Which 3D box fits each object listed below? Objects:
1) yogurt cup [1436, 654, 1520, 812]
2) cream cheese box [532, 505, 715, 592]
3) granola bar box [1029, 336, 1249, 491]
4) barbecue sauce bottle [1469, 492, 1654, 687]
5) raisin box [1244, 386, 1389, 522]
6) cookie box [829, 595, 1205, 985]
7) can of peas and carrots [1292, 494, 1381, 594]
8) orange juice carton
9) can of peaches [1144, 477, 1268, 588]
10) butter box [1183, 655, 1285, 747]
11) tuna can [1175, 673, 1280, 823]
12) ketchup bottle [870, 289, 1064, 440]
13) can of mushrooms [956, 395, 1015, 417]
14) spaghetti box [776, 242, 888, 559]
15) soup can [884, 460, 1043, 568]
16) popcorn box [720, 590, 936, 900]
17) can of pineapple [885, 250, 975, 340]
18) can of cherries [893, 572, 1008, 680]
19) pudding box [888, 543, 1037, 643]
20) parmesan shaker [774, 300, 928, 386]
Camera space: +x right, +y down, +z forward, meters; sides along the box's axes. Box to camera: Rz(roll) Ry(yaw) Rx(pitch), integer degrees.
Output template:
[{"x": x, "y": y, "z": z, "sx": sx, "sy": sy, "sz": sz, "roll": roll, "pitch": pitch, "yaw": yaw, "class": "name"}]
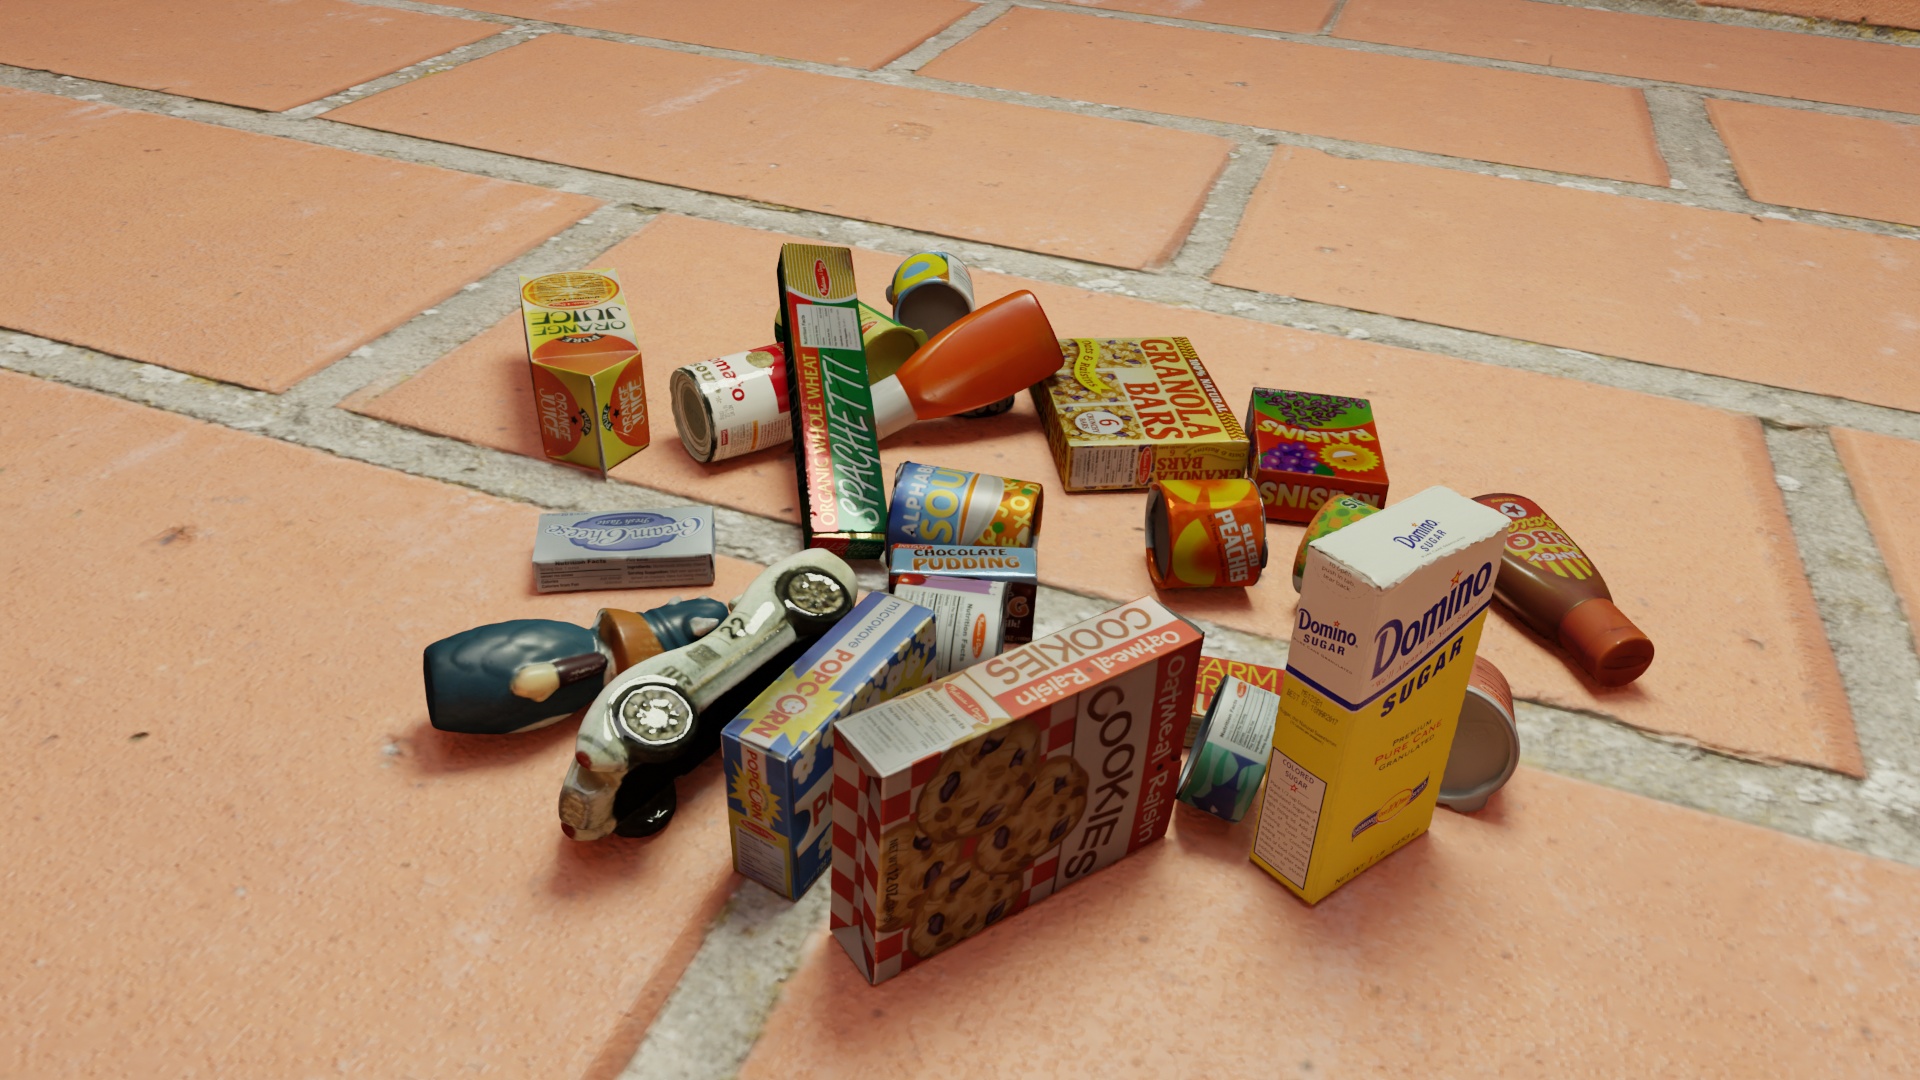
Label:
[{"x": 0.248, "y": 0.091, "z": 0.702, "sx": 0.072, "sy": 0.072, "sz": 0.054, "roll": 16, "pitch": 27, "yaw": 19, "class": "yogurt cup"}, {"x": -0.198, "y": 0.005, "z": 0.827, "sx": 0.104, "sy": 0.024, "sz": 0.053, "roll": -3, "pitch": 35, "yaw": -9, "class": "cream cheese box"}, {"x": 0.121, "y": -0.093, "z": 0.991, "sx": 0.124, "sy": 0.038, "sz": 0.166, "roll": -2, "pitch": 33, "yaw": -7, "class": "granola bar box"}, {"x": 0.350, "y": 0.027, "z": 0.824, "sx": 0.065, "sy": 0.043, "sz": 0.149, "roll": -4, "pitch": 34, "yaw": -12, "class": "barbecue sauce bottle"}, {"x": 0.240, "y": -0.057, "z": 0.948, "sx": 0.086, "sy": 0.039, "sz": 0.124, "roll": 7, "pitch": 32, "yaw": 5, "class": "raisin box"}, {"x": 0.026, "y": 0.106, "z": 0.602, "sx": 0.168, "sy": 0.122, "sz": 0.040, "roll": -19, "pitch": 40, "yaw": -30, "class": "cookie box"}, {"x": 0.238, "y": 0.011, "z": 0.815, "sx": 0.059, "sy": 0.070, "sz": 0.071, "roll": 27, "pitch": 40, "yaw": 32, "class": "can of peas and carrots"}, {"x": -0.262, "y": -0.120, "z": 0.968, "sx": 0.073, "sy": 0.071, "sz": 0.193, "roll": -8, "pitch": 35, "yaw": -17, "class": "orange juice carton"}, {"x": 0.146, "y": -0.004, "z": 0.831, "sx": 0.058, "sy": 0.071, "sz": 0.071, "roll": -1, "pitch": 33, "yaw": -6, "class": "can of peaches"}, {"x": 0.161, "y": 0.091, "z": 0.728, "sx": 0.103, "sy": 0.024, "sz": 0.053, "roll": 10, "pitch": 34, "yaw": 10, "class": "butter box"}, {"x": 0.130, "y": 0.102, "z": 0.671, "sx": 0.033, "sy": 0.070, "sz": 0.071, "roll": 23, "pitch": 36, "yaw": 9, "class": "tuna can"}, {"x": -0.005, "y": -0.116, "z": 0.968, "sx": 0.149, "sy": 0.064, "sz": 0.043, "roll": -27, "pitch": 12, "yaw": -4, "class": "ketchup bottle"}, {"x": 0.010, "y": -0.121, "z": 1.029, "sx": 0.071, "sy": 0.033, "sz": 0.071, "roll": 2, "pitch": 33, "yaw": -1, "class": "can of mushrooms"}, {"x": -0.085, "y": -0.095, "z": 0.901, "sx": 0.050, "sy": 0.028, "sz": 0.251, "roll": 1, "pitch": 55, "yaw": -16, "class": "spaghetti box"}, {"x": 0.003, "y": -0.010, "z": 0.825, "sx": 0.084, "sy": 0.071, "sz": 0.072, "roll": 9, "pitch": 34, "yaw": 9, "class": "soup can"}, {"x": -0.057, "y": 0.092, "z": 0.651, "sx": 0.038, "sy": 0.084, "sz": 0.127, "roll": 18, "pitch": 36, "yaw": 23, "class": "popcorn box"}, {"x": -0.023, "y": -0.187, "z": 1.099, "sx": 0.071, "sy": 0.070, "sz": 0.058, "roll": 1, "pitch": 33, "yaw": -4, "class": "can of pineapple"}, {"x": -0.007, "y": 0.053, "z": 0.737, "sx": 0.058, "sy": 0.071, "sz": 0.072, "roll": 5, "pitch": 33, "yaw": 4, "class": "can of cherries"}, {"x": 0.001, "y": 0.029, "z": 0.784, "sx": 0.084, "sy": 0.049, "sz": 0.030, "roll": 2, "pitch": 35, "yaw": -2, "class": "pudding box"}, {"x": -0.081, "y": -0.146, "z": 1.028, "sx": 0.071, "sy": 0.071, "sz": 0.103, "roll": -22, "pitch": 40, "yaw": -33, "class": "parmesan shaker"}]
